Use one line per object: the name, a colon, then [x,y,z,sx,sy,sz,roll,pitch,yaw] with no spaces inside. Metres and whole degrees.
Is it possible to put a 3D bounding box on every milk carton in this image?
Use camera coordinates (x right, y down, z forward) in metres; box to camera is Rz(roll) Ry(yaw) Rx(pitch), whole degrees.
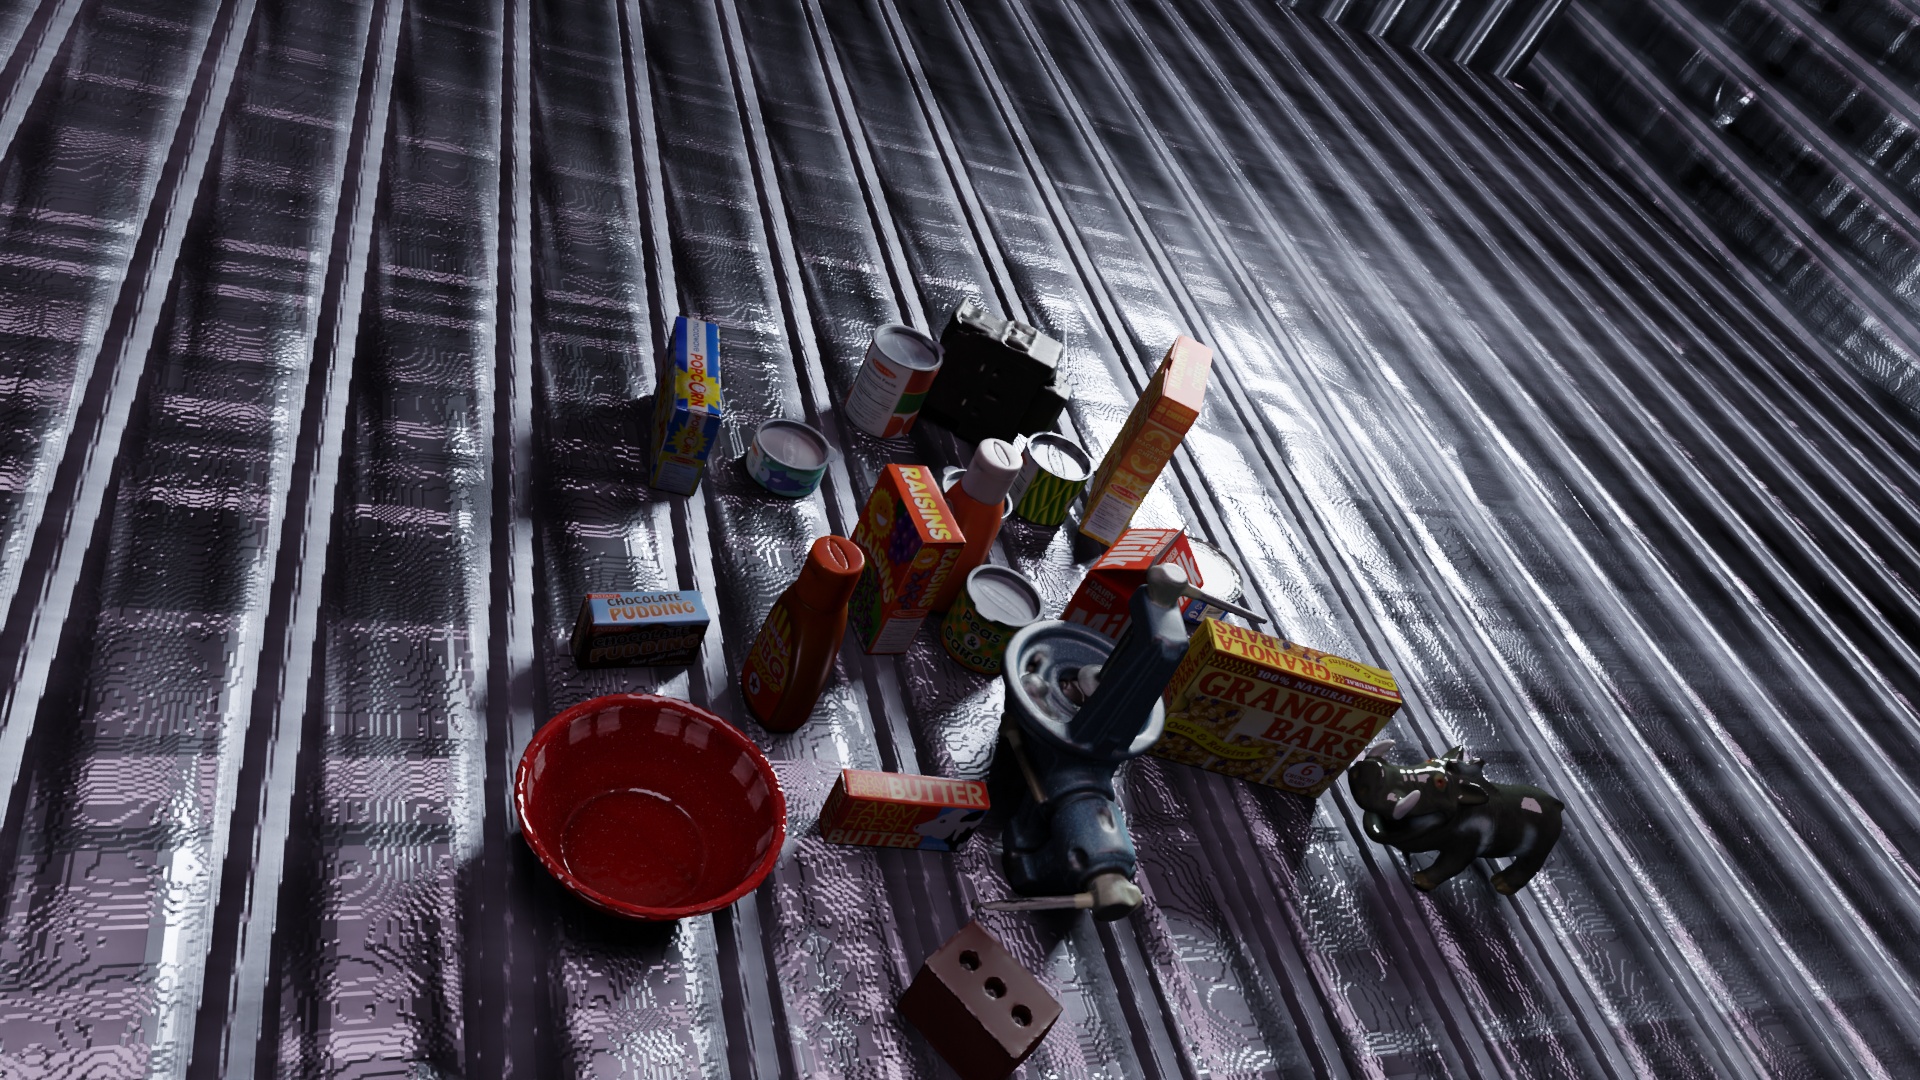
milk carton: [0.116,0.063,1.038,0.073,0.189,0.073,36,37,10]

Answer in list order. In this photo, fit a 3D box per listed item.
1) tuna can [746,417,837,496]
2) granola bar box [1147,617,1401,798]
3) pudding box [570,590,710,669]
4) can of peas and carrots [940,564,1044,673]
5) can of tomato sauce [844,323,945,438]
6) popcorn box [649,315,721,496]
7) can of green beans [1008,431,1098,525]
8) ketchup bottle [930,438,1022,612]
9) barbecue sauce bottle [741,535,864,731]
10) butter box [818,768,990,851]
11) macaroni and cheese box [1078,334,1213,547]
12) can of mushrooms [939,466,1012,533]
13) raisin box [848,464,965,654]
tuna can: [-0.142,-0.069,1.164,0.071,0.032,0.071,17,38,-14]
granola bar box: [0.238,0.134,1.085,0.165,0.123,0.039,17,38,-15]
pudding box: [-0.218,0.060,0.949,0.084,0.049,0.030,1,45,-32]
can of peas and carrots: [0.023,0.063,1.089,0.071,0.058,0.071,17,38,-14]
can of tomato sauce: [-0.060,-0.144,1.262,0.071,0.082,0.071,17,38,-14]
popcorn box: [-0.222,-0.110,1.118,0.038,0.084,0.127,11,40,-21]
can of green beans: [0.079,-0.056,1.266,0.071,0.057,0.071,17,38,-14]
ketchup bottle: [0.004,-0.014,1.093,0.043,0.148,0.065,3,44,-30]
barbecue sauce bottle: [-0.105,0.060,0.937,0.044,0.147,0.065,-2,46,-34]
butter box: [-0.037,0.179,0.919,0.103,0.052,0.024,10,40,-23]
macaroni and cheese box: [0.170,-0.092,1.275,0.040,0.165,0.124,26,37,-2]
can of mushrooms: [0.007,-0.031,1.211,0.071,0.033,0.071,17,38,-14]
raisin box: [-0.048,0.015,1.048,0.040,0.122,0.086,2,44,-31]
